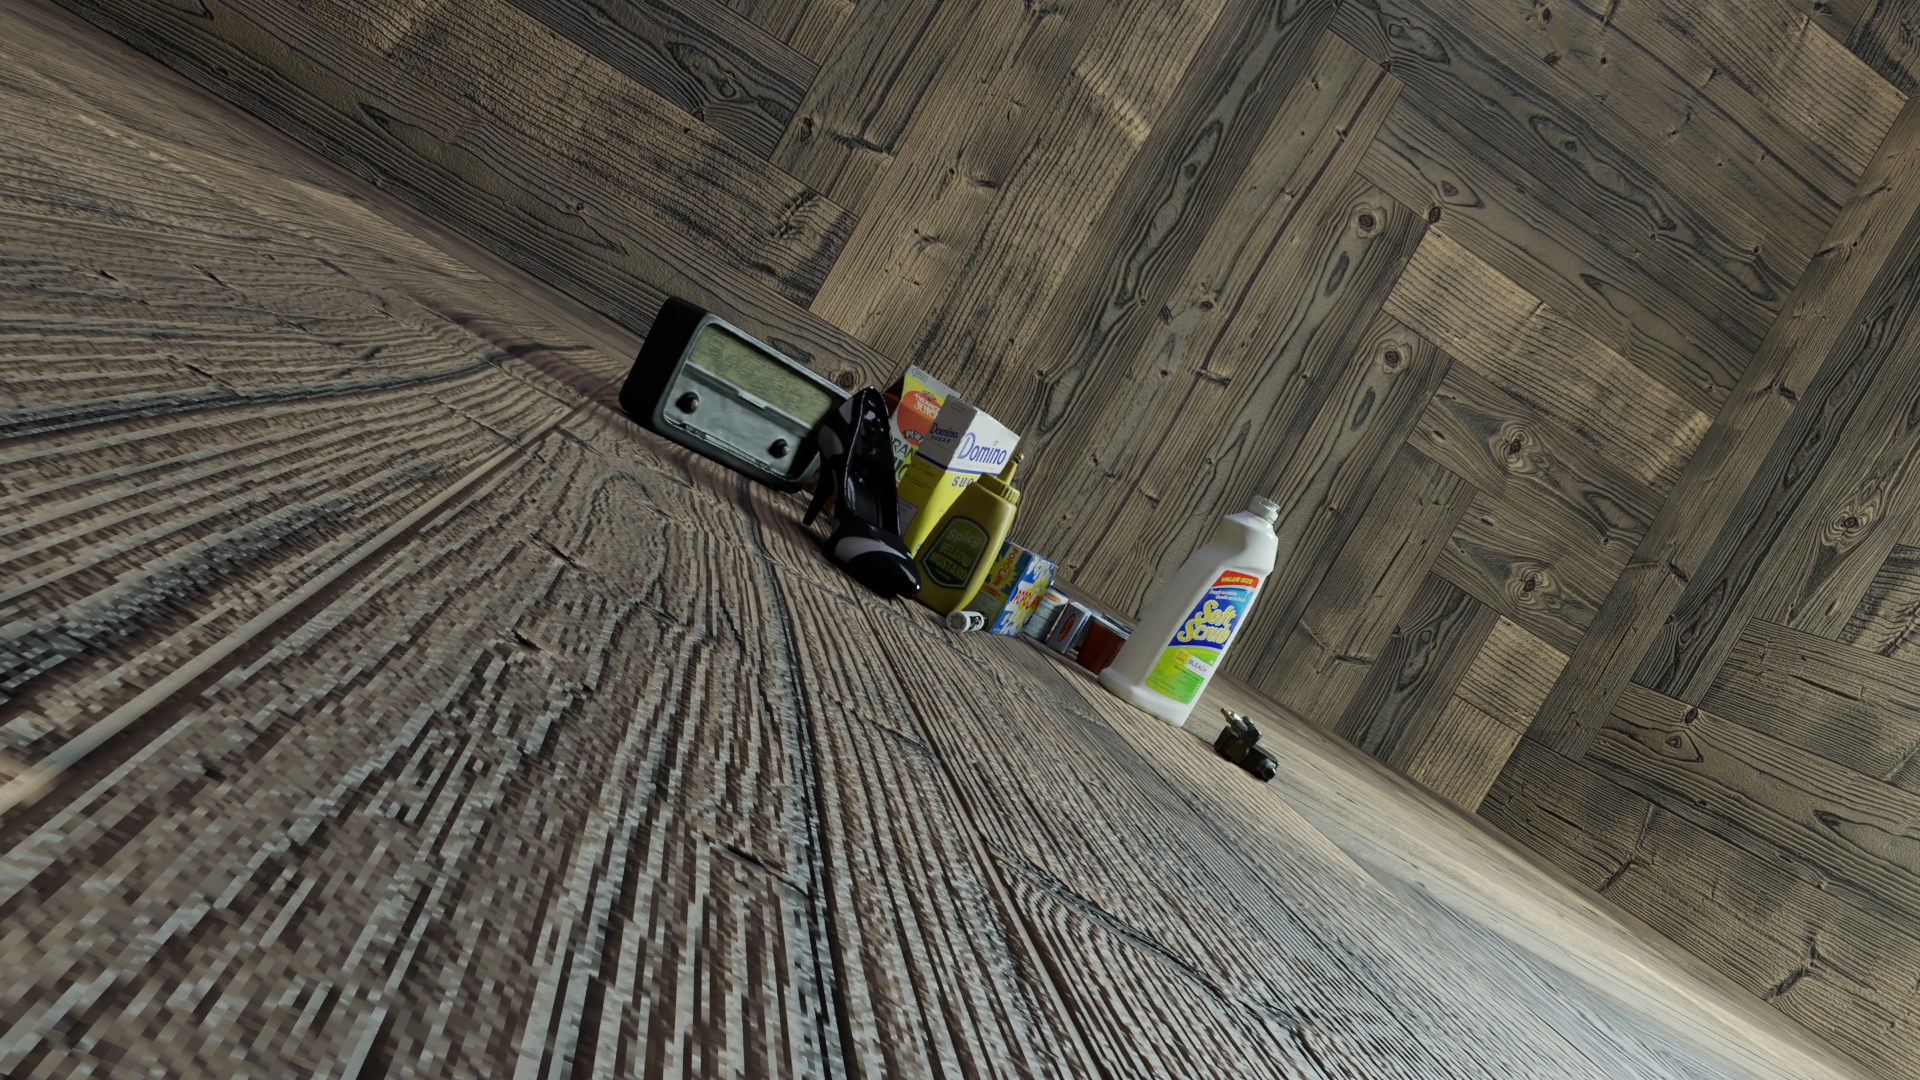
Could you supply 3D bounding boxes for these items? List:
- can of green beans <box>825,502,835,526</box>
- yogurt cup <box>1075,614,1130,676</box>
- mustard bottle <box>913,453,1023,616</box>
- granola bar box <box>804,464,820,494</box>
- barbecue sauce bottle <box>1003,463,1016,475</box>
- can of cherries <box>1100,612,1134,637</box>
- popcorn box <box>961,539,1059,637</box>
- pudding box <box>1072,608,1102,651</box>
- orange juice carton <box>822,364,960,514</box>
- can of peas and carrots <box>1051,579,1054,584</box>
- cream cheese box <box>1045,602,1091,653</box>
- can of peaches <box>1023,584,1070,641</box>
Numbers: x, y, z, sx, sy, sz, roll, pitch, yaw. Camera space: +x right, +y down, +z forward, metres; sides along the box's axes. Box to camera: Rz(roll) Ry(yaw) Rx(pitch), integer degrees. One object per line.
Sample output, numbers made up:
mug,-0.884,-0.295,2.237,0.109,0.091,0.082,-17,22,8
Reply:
can of green beans,-0.101,-0.030,1.472,0.071,0.058,0.071,30,3,-1
yogurt cup,0.163,0.123,1.529,0.072,0.054,0.072,30,3,-1
mustard bottle,0.011,-0.011,1.242,0.065,0.160,0.049,30,2,4
granola bar box,-0.159,-0.115,1.705,0.166,0.124,0.039,31,2,10
barbecue sauce bottle,0.005,-0.018,1.421,0.065,0.148,0.043,31,2,20
can of cherries,0.177,0.124,1.594,0.071,0.058,0.071,30,3,-1
popcorn box,0.050,0.048,1.363,0.038,0.085,0.126,31,3,16
pudding box,0.152,0.109,1.693,0.030,0.049,0.083,31,3,11
orange juice carton,-0.075,-0.098,1.562,0.072,0.192,0.073,29,2,-23
can of peas and carrots,0.072,0.056,1.707,0.071,0.058,0.071,30,3,-1
cream cheese box,0.121,0.097,1.553,0.024,0.053,0.104,31,3,9
can of peaches,0.078,0.070,1.533,0.071,0.058,0.071,30,3,-1
